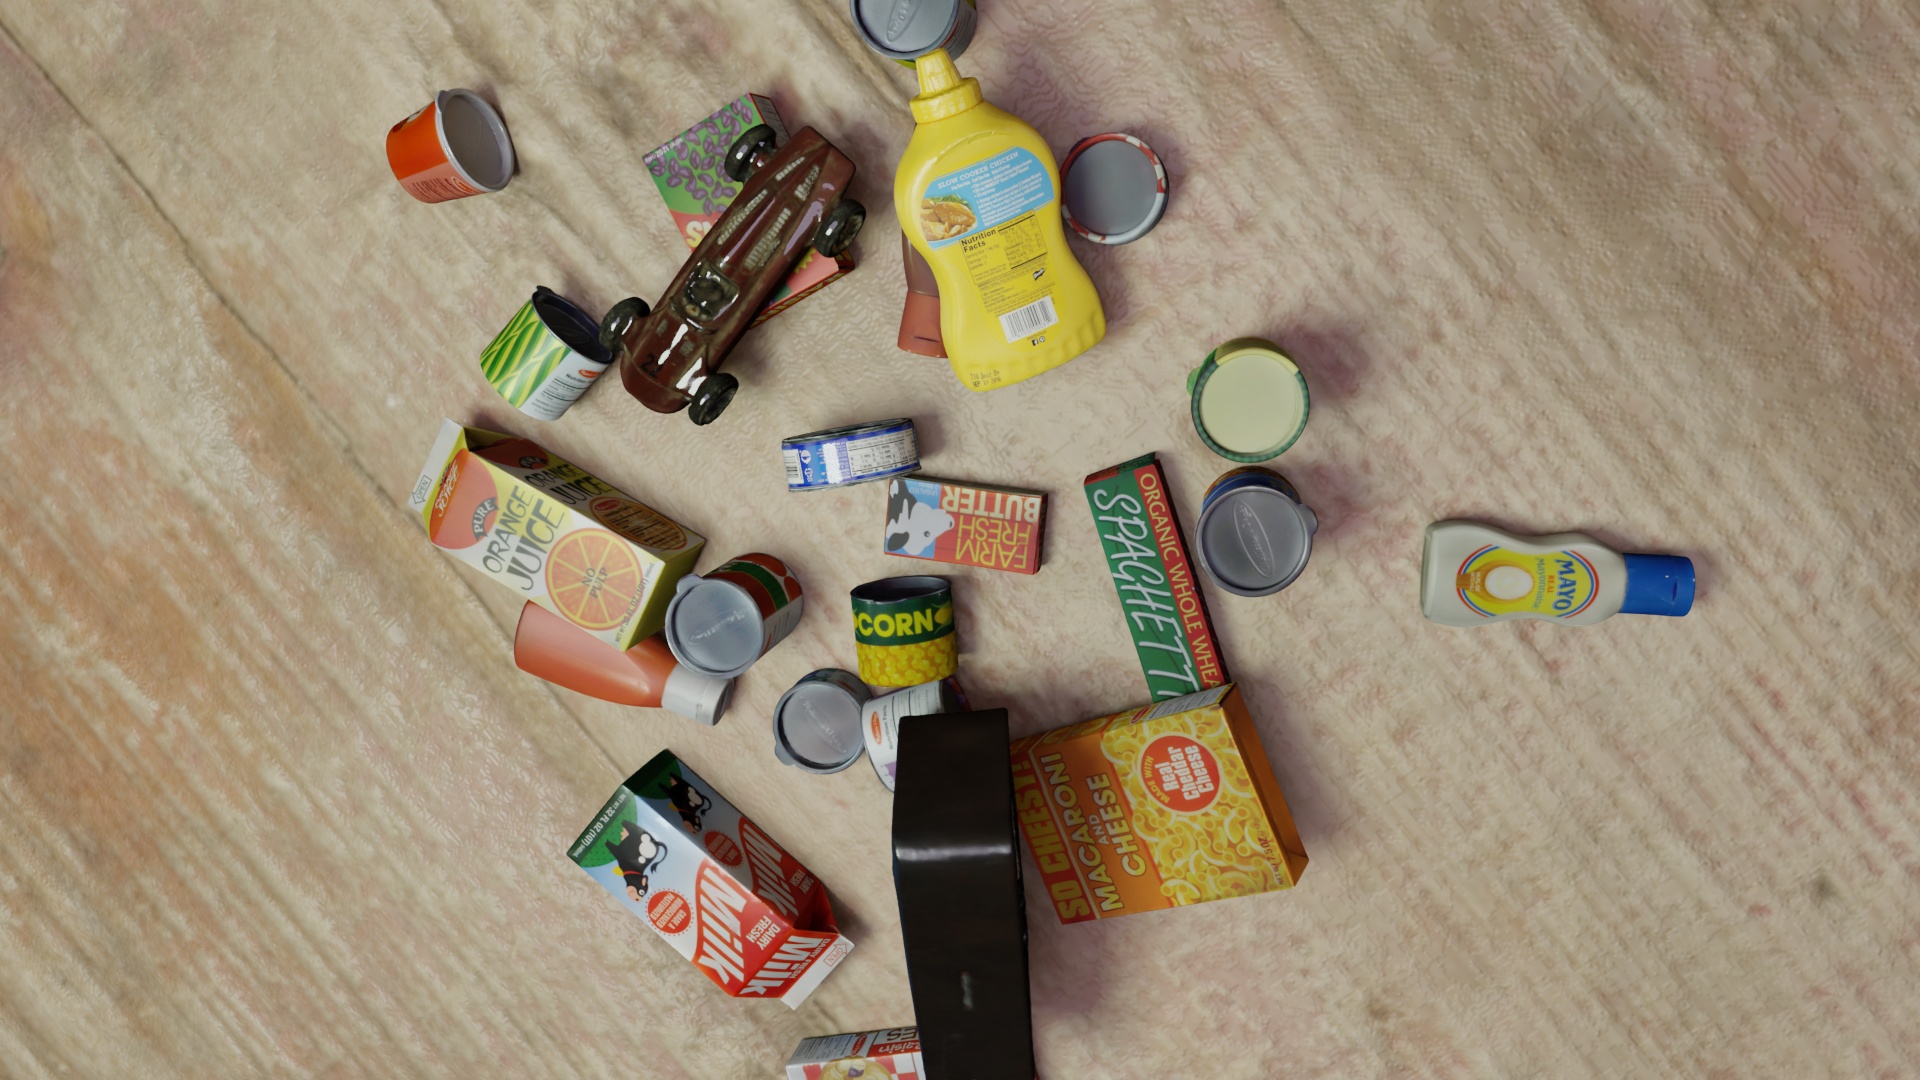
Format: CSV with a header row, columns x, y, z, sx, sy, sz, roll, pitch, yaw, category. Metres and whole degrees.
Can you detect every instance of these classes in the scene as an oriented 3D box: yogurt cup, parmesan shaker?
x,y,z,sx,sy,sz,roll,pitch,yaw,category
-0.334,-0.253,0.905,0.054,0.072,0.072,-13,98,22,yogurt cup
0.166,-0.084,0.815,0.071,0.103,0.071,2,102,11,parmesan shaker

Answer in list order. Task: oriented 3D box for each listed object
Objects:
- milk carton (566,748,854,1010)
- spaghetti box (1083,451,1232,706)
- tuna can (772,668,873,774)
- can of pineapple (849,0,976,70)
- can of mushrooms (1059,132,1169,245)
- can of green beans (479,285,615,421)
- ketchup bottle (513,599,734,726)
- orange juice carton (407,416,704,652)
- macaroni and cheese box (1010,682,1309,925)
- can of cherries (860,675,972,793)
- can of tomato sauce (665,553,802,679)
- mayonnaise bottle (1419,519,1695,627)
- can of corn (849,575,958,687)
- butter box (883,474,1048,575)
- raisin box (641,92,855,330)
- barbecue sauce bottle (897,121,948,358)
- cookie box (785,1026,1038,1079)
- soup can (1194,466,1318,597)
x,y,z,sx,sy,sz,roll,pitch,yaw,category
-0.166,0.240,0.958,0.190,0.073,0.072,41,105,1,milk carton
0.139,0.069,0.888,0.050,0.029,0.249,-17,97,14,spaghetti box
-0.093,0.124,0.942,0.071,0.033,0.071,2,101,11,tuna can
-0.028,-0.320,0.833,0.071,0.058,0.071,2,101,11,can of pineapple
0.091,-0.214,0.842,0.071,0.033,0.071,2,102,11,can of mushrooms
-0.272,-0.121,0.915,0.057,0.071,0.071,-43,90,16,can of green beans
-0.231,0.085,0.956,0.149,0.044,0.064,21,118,6,ketchup bottle
-0.279,-0.009,0.934,0.193,0.073,0.071,29,105,5,orange juice carton
0.119,0.171,0.882,0.166,0.040,0.123,-20,95,32,macaroni and cheese box
-0.025,0.127,0.915,0.058,0.071,0.071,-21,96,14,can of cherries
-0.148,0.046,0.913,0.071,0.083,0.071,2,101,11,can of tomato sauce
0.354,0.023,0.830,0.148,0.041,0.064,3,100,11,mayonnaise bottle
-0.036,0.059,0.899,0.071,0.071,0.058,-3,101,12,can of corn
0.003,-0.011,0.902,0.103,0.024,0.053,8,101,10,butter box
-0.134,-0.208,0.885,0.086,0.040,0.123,-26,94,15,raisin box
-0.008,-0.189,0.861,0.065,0.044,0.148,11,103,-2,barbecue sauce bottle
-0.025,0.407,0.980,0.167,0.040,0.122,-12,98,14,cookie box
0.178,-0.008,0.837,0.071,0.084,0.071,2,102,11,soup can
